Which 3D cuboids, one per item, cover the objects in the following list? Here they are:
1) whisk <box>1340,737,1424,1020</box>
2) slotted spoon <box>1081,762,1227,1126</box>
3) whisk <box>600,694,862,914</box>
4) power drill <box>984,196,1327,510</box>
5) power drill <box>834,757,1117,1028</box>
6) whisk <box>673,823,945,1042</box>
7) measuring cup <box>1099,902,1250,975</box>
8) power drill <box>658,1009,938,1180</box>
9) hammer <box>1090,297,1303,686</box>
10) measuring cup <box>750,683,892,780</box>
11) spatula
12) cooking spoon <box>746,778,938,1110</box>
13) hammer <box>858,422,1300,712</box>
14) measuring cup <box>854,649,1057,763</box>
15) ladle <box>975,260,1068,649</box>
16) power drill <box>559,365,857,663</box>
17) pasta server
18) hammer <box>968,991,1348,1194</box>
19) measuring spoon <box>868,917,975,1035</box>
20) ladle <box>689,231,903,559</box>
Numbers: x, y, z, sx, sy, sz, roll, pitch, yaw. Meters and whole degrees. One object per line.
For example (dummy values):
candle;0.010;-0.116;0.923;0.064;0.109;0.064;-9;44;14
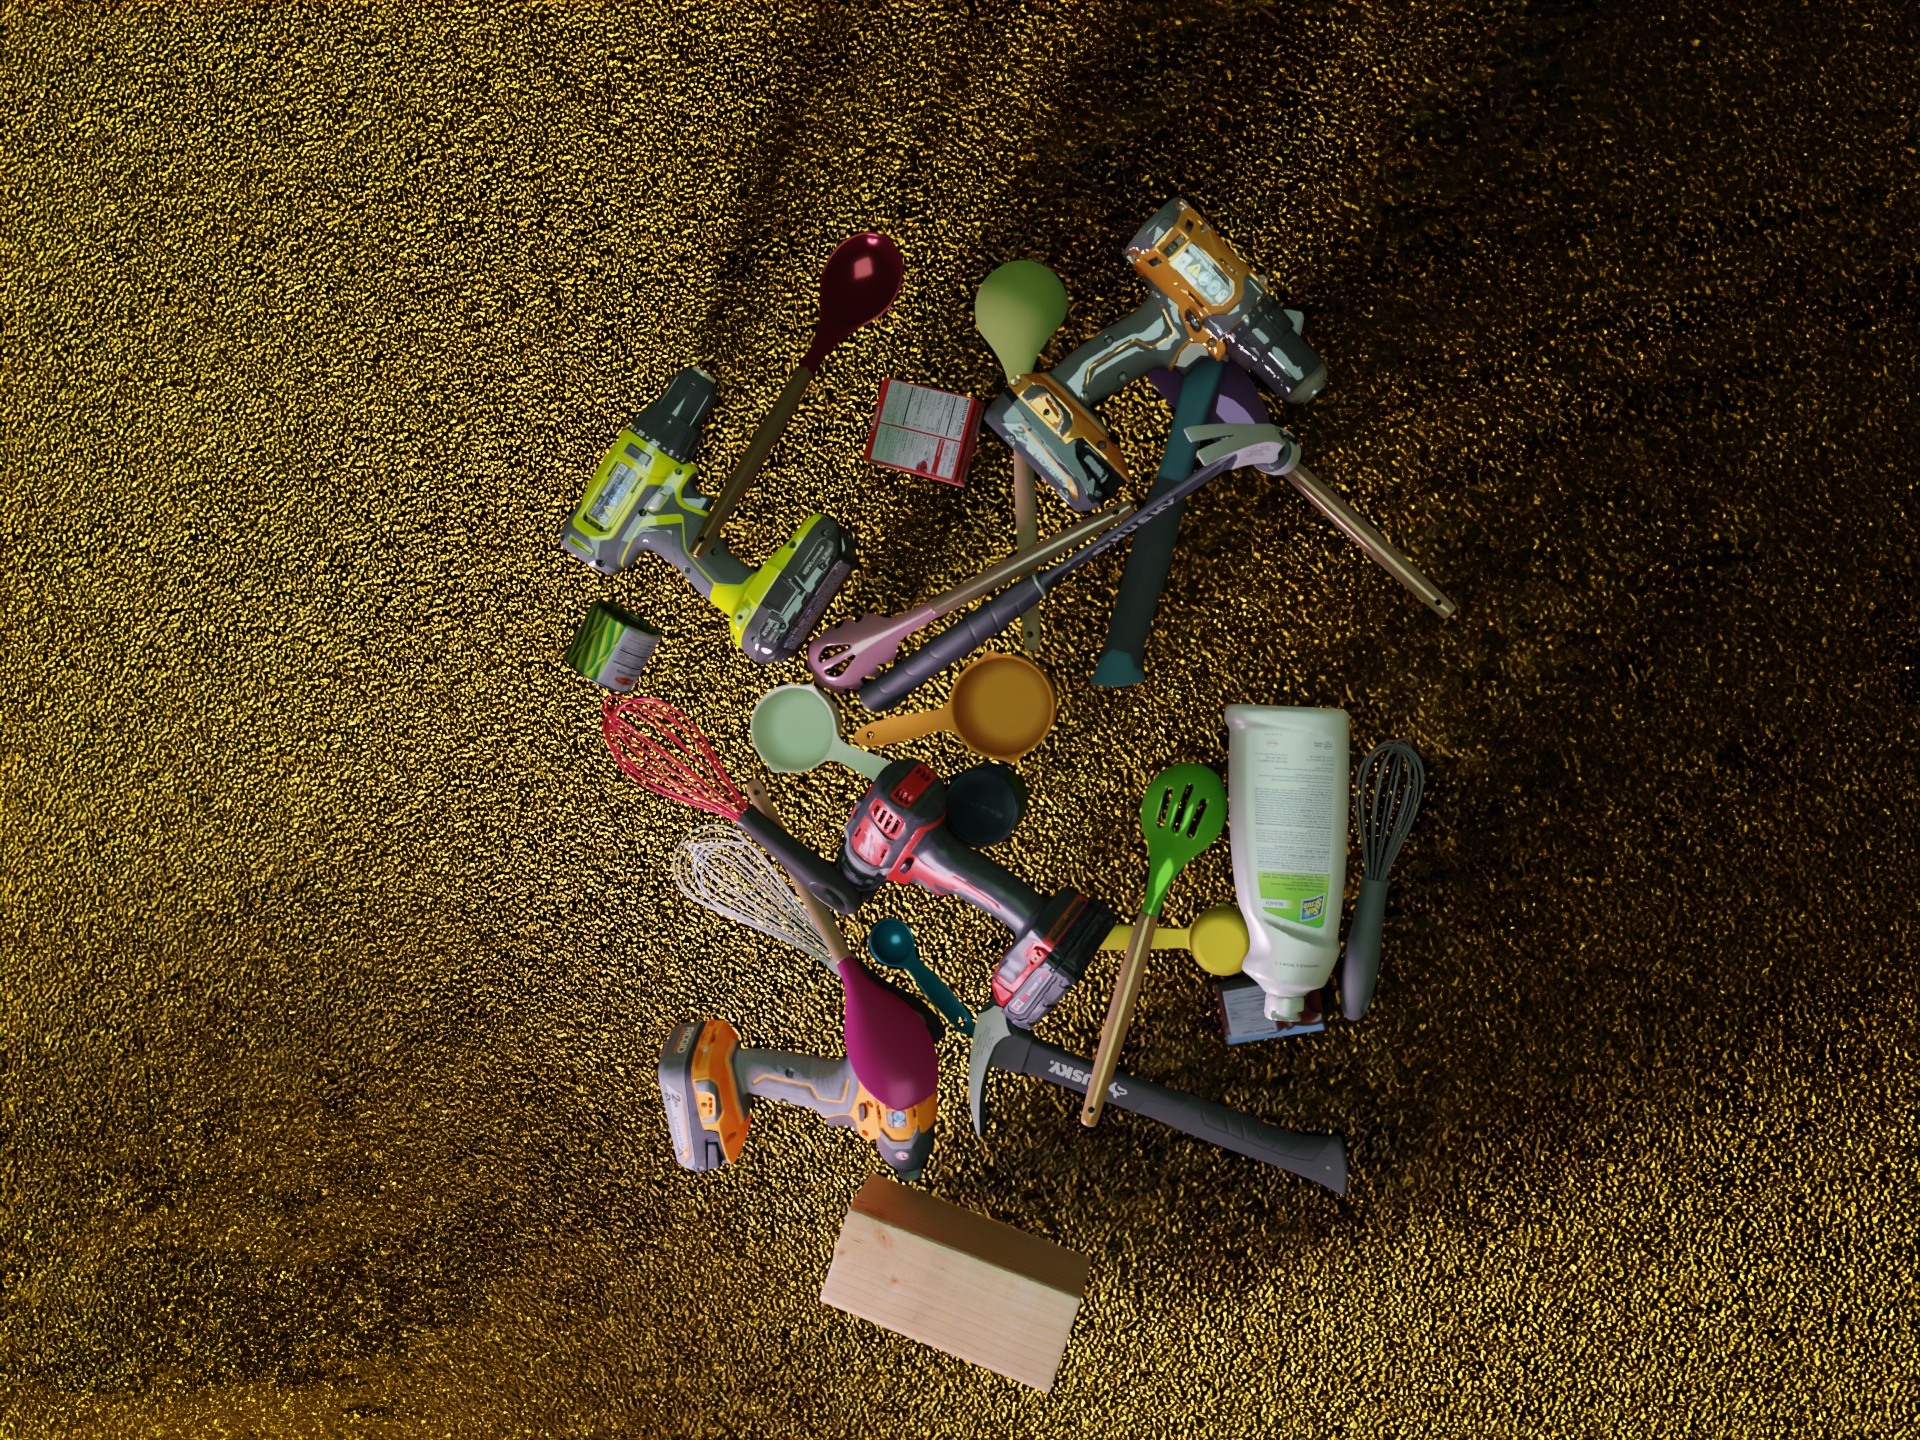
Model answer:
whisk;0.337;0.131;1.294;0.055;0.055;0.239;8;99;10
slotted spoon;0.151;0.186;1.319;0.070;0.031;0.314;17;90;15
whisk;-0.197;0.070;1.356;0.296;0.073;0.073;37;100;16
power drill;0.154;-0.262;1.238;0.185;0.084;0.226;45;100;-1
power drill;-0.004;0.148;1.307;0.227;0.080;0.187;38;141;5
whisk;-0.130;0.191;1.381;0.284;0.070;0.070;37;100;1
measuring cup;0.170;0.185;1.335;0.156;0.029;0.062;-1;94;9
power drill;-0.132;0.331;1.370;0.226;0.084;0.164;-4;115;7
hammer;0.171;-0.183;1.298;0.128;0.033;0.331;18;100;14
measuring cup;-0.099;0.025;1.370;0.167;0.038;0.083;25;98;6
spatula;0.282;-0.196;1.293;0.316;0.018;0.060;44;103;6
cooking spoon;-0.109;0.181;1.337;0.069;0.017;0.319;-28;66;-8
hammer;0.074;-0.115;1.263;0.409;0.149;0.036;-33;77;27
measuring cup;-0.002;-0.004;1.343;0.173;0.052;0.095;-12;92;13
ladle;0.055;-0.219;1.328;0.078;0.062;0.320;0;101;15
power drill;-0.205;-0.173;1.356;0.228;0.080;0.190;35;94;8
pasta server;0.003;-0.106;1.328;0.316;0.040;0.060;-27;91;15
hammer;0.166;0.328;1.344;0.335;0.035;0.146;19;97;8
measuring spoon;-0.034;0.226;1.382;0.128;0.021;0.042;49;58;-4
ladle;-0.140;-0.268;1.320;0.069;0.031;0.315;28;80;10
